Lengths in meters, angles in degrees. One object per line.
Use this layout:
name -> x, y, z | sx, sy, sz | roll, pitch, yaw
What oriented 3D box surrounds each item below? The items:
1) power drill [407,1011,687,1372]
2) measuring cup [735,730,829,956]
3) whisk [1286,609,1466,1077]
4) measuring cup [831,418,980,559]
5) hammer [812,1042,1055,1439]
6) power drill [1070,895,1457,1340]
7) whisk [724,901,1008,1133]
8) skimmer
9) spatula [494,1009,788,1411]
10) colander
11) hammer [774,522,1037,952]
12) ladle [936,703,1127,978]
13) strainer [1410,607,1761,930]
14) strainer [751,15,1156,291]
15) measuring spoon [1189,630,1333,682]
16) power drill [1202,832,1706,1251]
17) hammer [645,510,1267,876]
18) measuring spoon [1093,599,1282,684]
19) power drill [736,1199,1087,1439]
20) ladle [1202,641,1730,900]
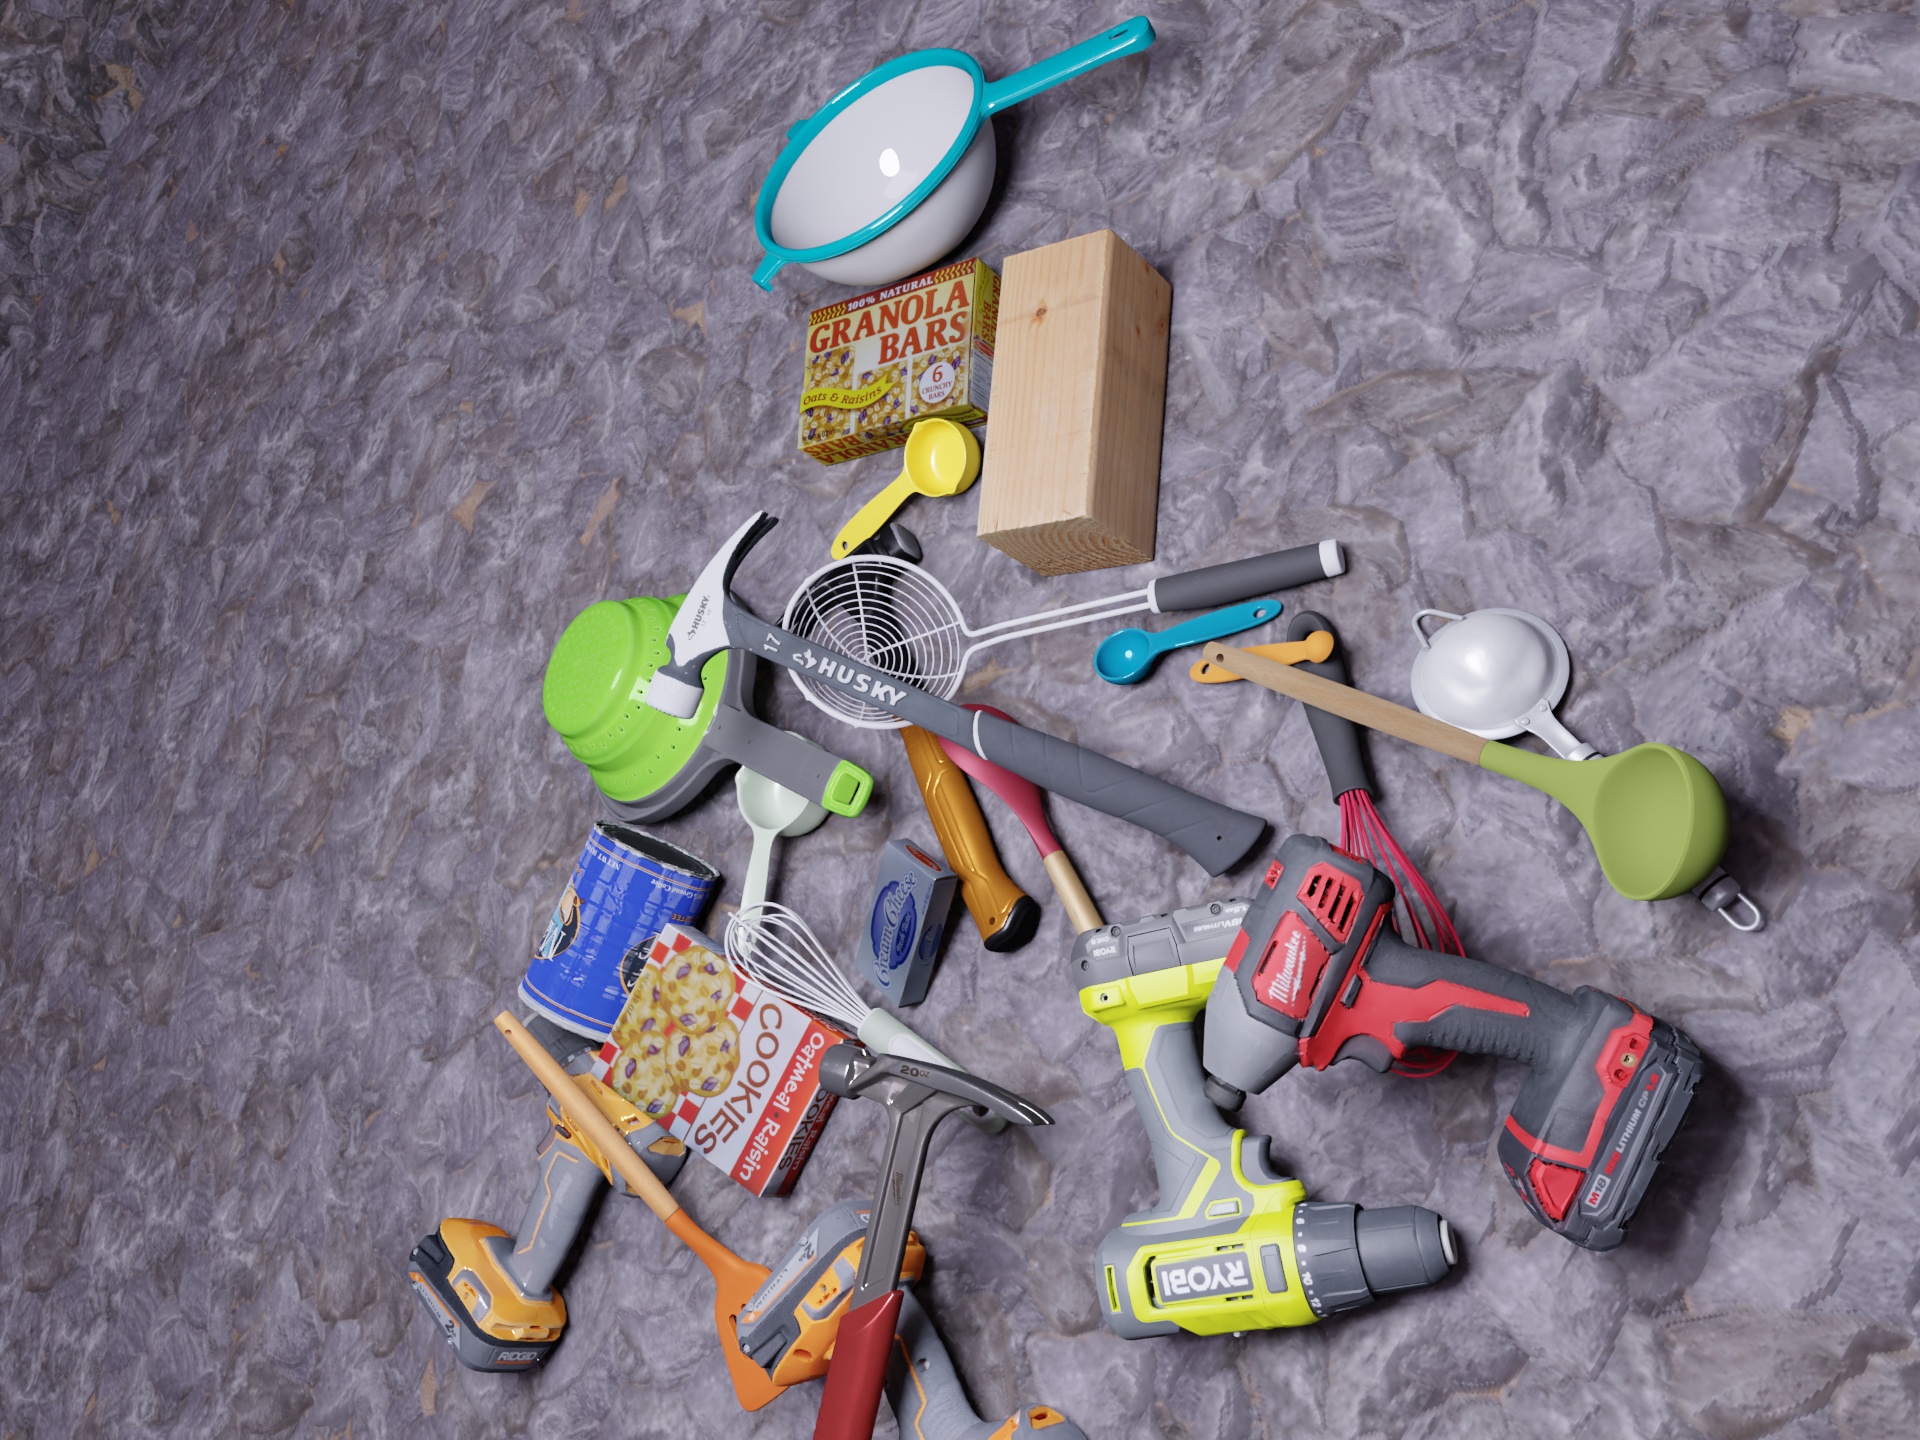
power drill -> -0.322, 0.346, 1.203 | 0.185, 0.084, 0.226 | 35, 92, 38
measuring cup -> -0.133, 0.093, 1.174 | 0.083, 0.038, 0.168 | 3, 79, 37
whisk -> 0.230, 0.060, 0.908 | 0.073, 0.073, 0.296 | -26, 55, 27
measuring cup -> -0.043, -0.169, 1.204 | 0.156, 0.029, 0.062 | -38, 73, 36
hammer -> -0.051, 0.378, 0.920 | 0.149, 0.036, 0.359 | 10, 85, 31
power drill -> 0.158, 0.219, 0.886 | 0.190, 0.080, 0.229 | -16, 72, 22
whisk -> -0.066, 0.197, 1.062 | 0.246, 0.059, 0.058 | 32, 78, 25
skimmer -> 0.059, -0.076, 1.029 | 0.363, 0.090, 0.127 | -11, 69, 25
spatula -> -0.220, 0.327, 1.103 | 0.081, 0.041, 0.322 | -45, 83, 16
colander -> -0.209, -0.008, 1.184 | 0.397, 0.094, 0.204 | 22, 86, 48
hammer -> -0.032, 0.018, 1.125 | 0.127, 0.034, 0.337 | -37, 57, 20
ladle -> 0.069, 0.109, 1.015 | 0.316, 0.069, 0.031 | 63, 142, 26
strainer -> 0.331, 0.014, 0.859 | 0.087, 0.050, 0.259 | -39, 58, 3
strainer -> 0.005, -0.423, 1.201 | 0.340, 0.095, 0.211 | -14, 52, 28
measuring spoon -> 0.181, -0.039, 0.980 | 0.117, 0.011, 0.021 | -11, 61, 52
power drill -> 0.232, 0.163, 0.787 | 0.219, 0.078, 0.143 | 26, 92, 5
hammer -> -0.002, -0.003, 1.010 | 0.409, 0.036, 0.149 | 23, 93, 15
measuring spoon -> 0.149, -0.050, 1.029 | 0.128, 0.021, 0.042 | -17, 48, 22
power drill -> -0.038, 0.427, 0.968 | 0.227, 0.084, 0.164 | 44, 102, 33
ladle -> 0.255, 0.010, 0.862 | 0.320, 0.062, 0.078 | 25, 110, 40
